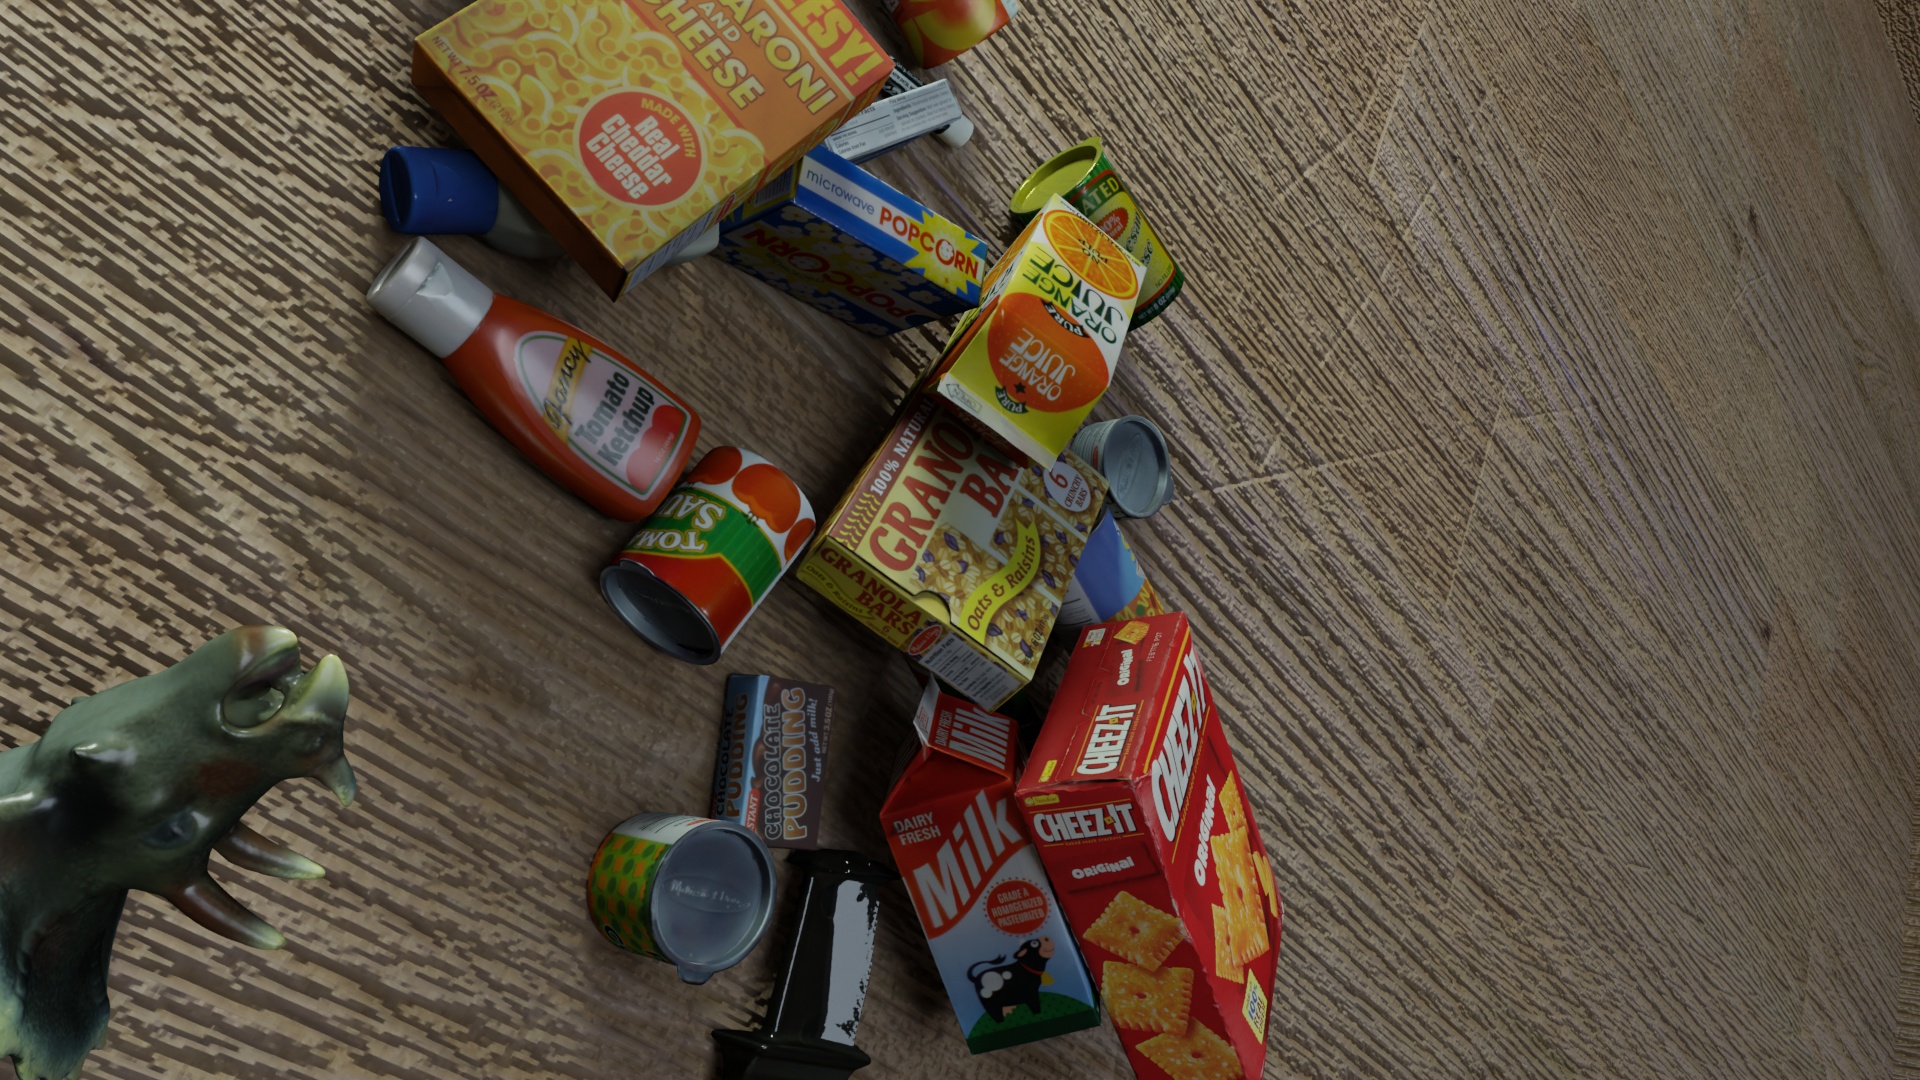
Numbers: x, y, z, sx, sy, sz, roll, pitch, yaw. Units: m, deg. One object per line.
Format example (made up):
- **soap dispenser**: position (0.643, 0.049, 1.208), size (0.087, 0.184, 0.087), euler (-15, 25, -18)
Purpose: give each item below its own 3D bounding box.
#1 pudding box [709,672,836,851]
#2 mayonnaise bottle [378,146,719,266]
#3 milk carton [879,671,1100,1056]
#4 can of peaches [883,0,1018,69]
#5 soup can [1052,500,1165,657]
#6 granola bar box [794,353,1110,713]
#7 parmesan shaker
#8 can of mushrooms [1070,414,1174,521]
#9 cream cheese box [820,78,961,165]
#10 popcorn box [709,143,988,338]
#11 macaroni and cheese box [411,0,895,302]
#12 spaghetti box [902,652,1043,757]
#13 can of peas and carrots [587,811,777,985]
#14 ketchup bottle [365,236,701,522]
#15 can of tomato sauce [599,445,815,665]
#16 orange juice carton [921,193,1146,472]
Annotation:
- **pudding box**: position (-0.094, 0.110, 0.689), size (0.049, 0.030, 0.084), euler (17, 74, -40)
- **mayonnaise bottle**: position (-0.182, -0.156, 0.627), size (0.148, 0.041, 0.064), euler (-12, 92, -43)
- **milk carton**: position (0.012, 0.165, 0.733), size (0.072, 0.073, 0.190), euler (-74, 146, -74)
- **can of peaches**: position (-0.010, -0.309, 0.791), size (0.071, 0.071, 0.058), euler (-51, 120, -34)
- **soup can**: position (0.078, 0.024, 0.835), size (0.072, 0.071, 0.083), euler (-49, 119, -35)
- **granola bar box**: position (0.003, -0.009, 0.731), size (0.124, 0.039, 0.166), euler (36, 44, -9)
- **parmesan shaker**: position (0.089, -0.188, 0.866), size (0.103, 0.071, 0.071), euler (49, 56, -28)
- **can of mushrooms**: position (0.103, -0.044, 0.890), size (0.071, 0.033, 0.071), euler (6, 81, -43)
- **cream cheese box**: position (-0.052, -0.218, 0.749), size (0.104, 0.053, 0.024), euler (-35, 108, -40)
- **popcorn box**: position (-0.060, -0.151, 0.712), size (0.126, 0.085, 0.038), euler (22, 69, -40)
- **macaroni and cheese box**: position (-0.129, -0.203, 0.604), size (0.123, 0.040, 0.167), euler (48, 65, -7)
- **spaghetti box**: position (0.031, 0.125, 0.792), size (0.029, 0.050, 0.249), euler (-44, 115, -36)
- **can of peas and carrots**: position (-0.127, 0.161, 0.633), size (0.071, 0.058, 0.071), euler (5, 83, -43)
- **ketchup bottle**: position (-0.187, -0.072, 0.612), size (0.148, 0.043, 0.065), euler (40, 61, -33)
- **can of tomato sauce**: position (-0.118, 0.005, 0.653), size (0.071, 0.071, 0.083), euler (53, 53, -26)
- **orange juice carton**: position (0.040, -0.107, 0.753), size (0.072, 0.072, 0.194), euler (37, 36, -10)
